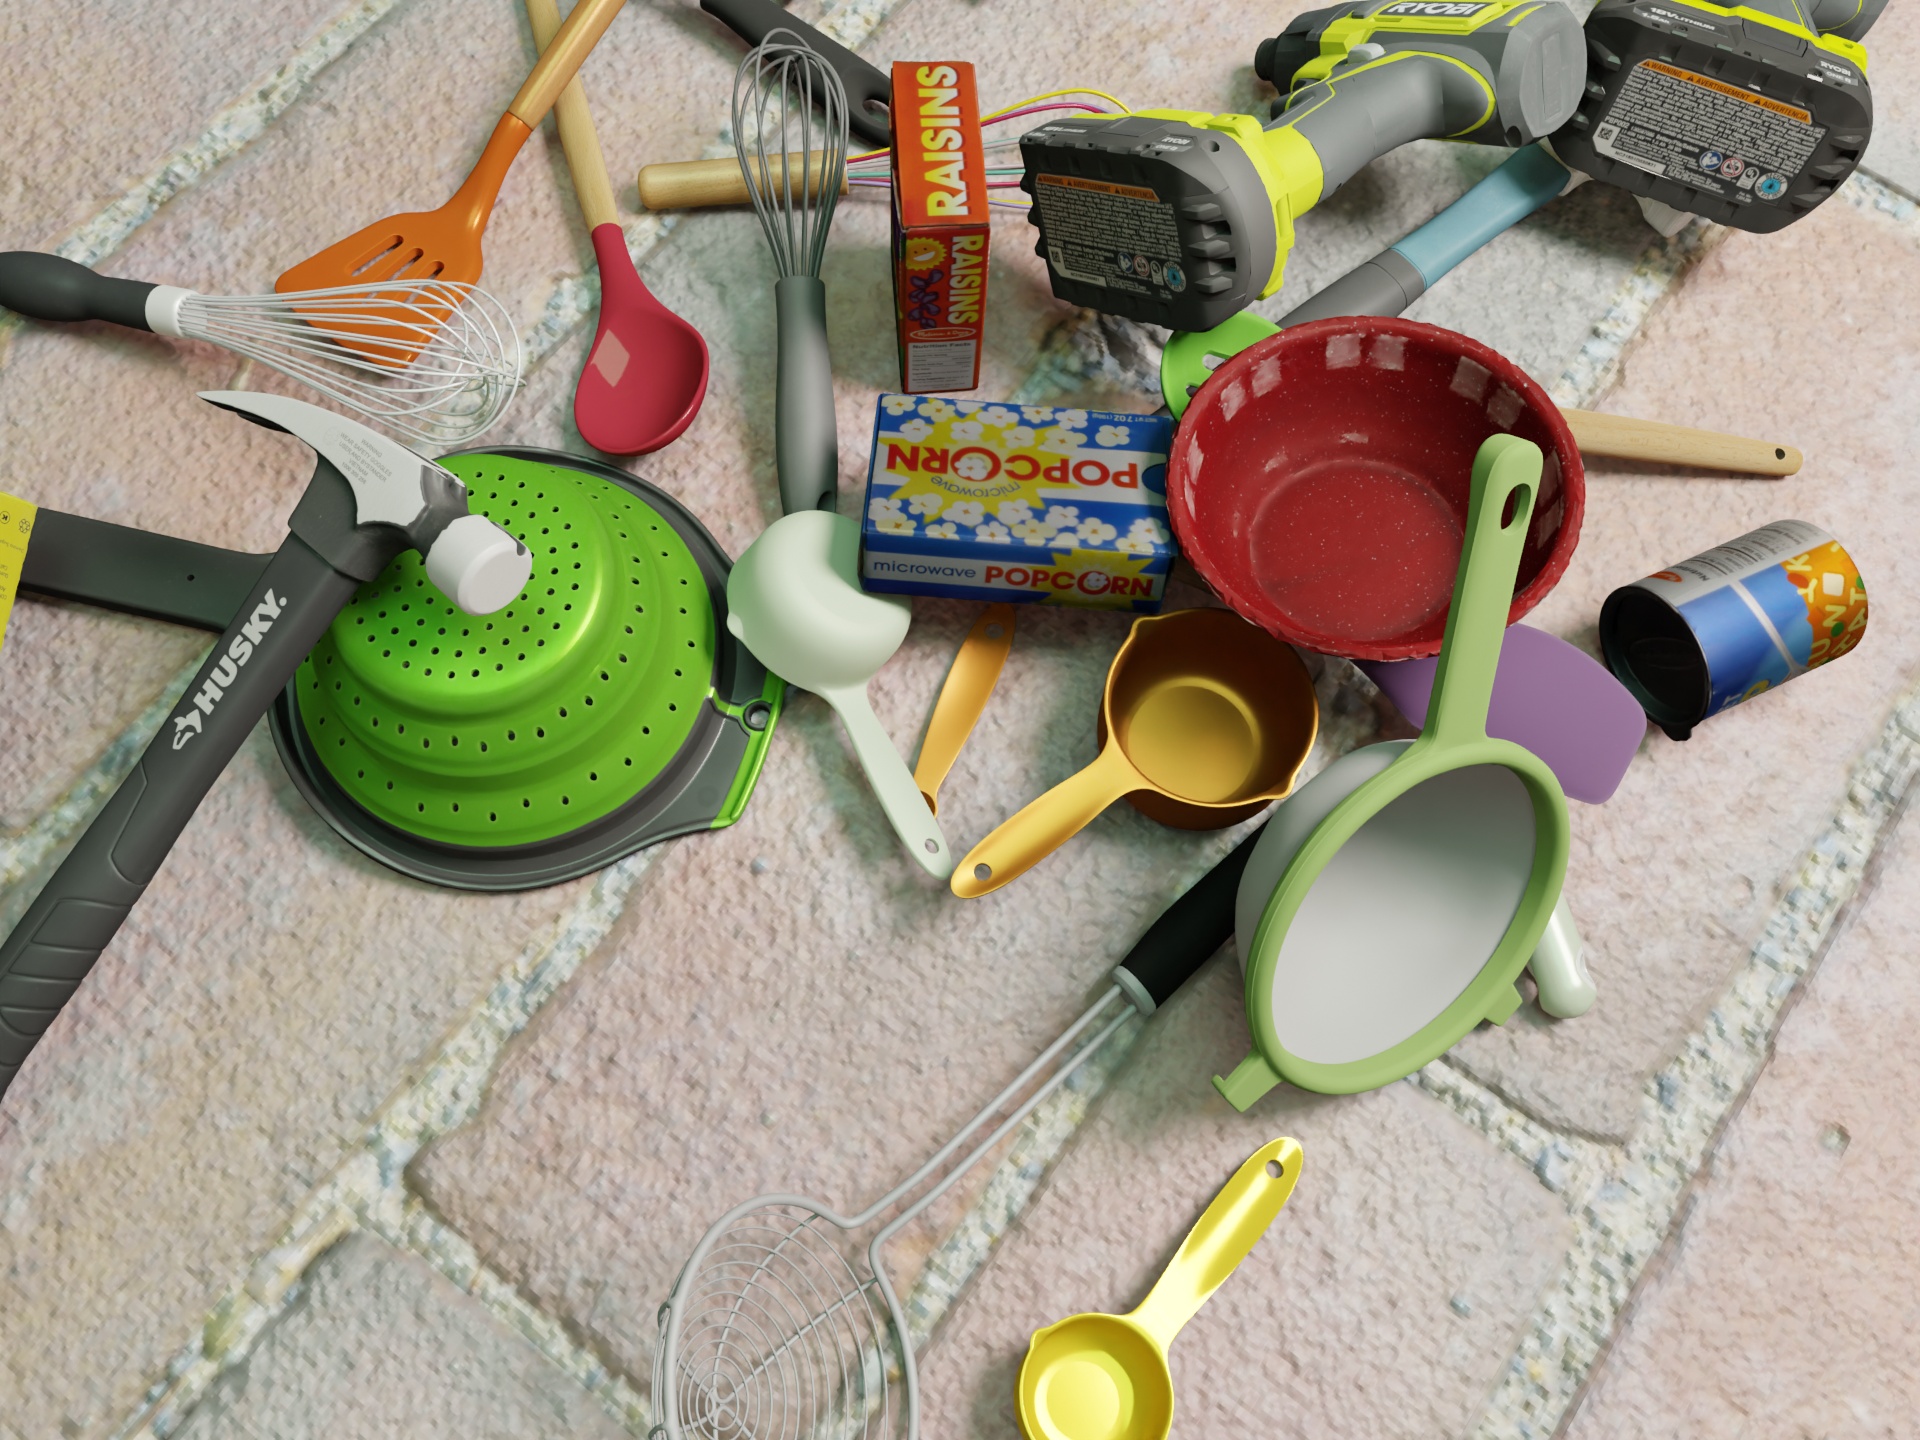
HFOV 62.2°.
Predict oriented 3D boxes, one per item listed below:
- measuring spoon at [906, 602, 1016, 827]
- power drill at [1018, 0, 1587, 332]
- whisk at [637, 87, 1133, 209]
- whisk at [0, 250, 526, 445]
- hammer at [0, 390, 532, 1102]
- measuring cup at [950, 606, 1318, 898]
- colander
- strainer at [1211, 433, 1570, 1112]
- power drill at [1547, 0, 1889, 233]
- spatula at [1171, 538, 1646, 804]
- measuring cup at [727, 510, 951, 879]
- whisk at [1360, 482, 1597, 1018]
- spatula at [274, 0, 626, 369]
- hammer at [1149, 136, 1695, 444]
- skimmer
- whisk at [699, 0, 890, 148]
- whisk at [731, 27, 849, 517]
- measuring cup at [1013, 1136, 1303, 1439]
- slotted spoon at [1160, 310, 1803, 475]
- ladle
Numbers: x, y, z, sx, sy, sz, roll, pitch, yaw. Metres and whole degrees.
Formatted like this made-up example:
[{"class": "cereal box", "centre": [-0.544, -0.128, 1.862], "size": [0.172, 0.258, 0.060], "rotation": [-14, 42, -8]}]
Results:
[{"class": "measuring spoon", "centre": [-0.001, -0.002, 0.687], "size": [0.021, 0.011, 0.117], "rotation": [20, 66, 8]}, {"class": "power drill", "centre": [0.142, -0.264, 0.717], "size": [0.223, 0.080, 0.171], "rotation": [-34, 38, -22]}, {"class": "whisk", "centre": [-0.034, -0.272, 0.771], "size": [0.245, 0.047, 0.051], "rotation": [-5, 52, 0]}, {"class": "whisk", "centre": [-0.322, -0.175, 0.708], "size": [0.284, 0.070, 0.070], "rotation": [13, 69, 14]}, {"class": "hammer", "centre": [-0.304, 0.030, 0.590], "size": [0.146, 0.035, 0.335], "rotation": [38, 94, 20]}, {"class": "measuring cup", "centre": [0.067, 0.026, 0.656], "size": [0.173, 0.052, 0.095], "rotation": [-35, 74, -12]}, {"class": "colander", "centre": [-0.270, -0.058, 0.652], "size": [0.397, 0.094, 0.205], "rotation": [12, 69, 3]}, {"class": "strainer", "centre": [0.157, 0.015, 0.582], "size": [0.151, 0.256, 0.069], "rotation": [-10, 29, -27]}, {"class": "power drill", "centre": [0.357, -0.350, 0.777], "size": [0.190, 0.080, 0.229], "rotation": [22, 54, 5]}, {"class": "spatula", "centre": [0.132, -0.054, 0.678], "size": [0.316, 0.018, 0.060], "rotation": [26, 85, 19]}, {"class": "measuring cup", "centre": [-0.036, -0.015, 0.654], "size": [0.083, 0.038, 0.168], "rotation": [-12, 67, -43]}, {"class": "whisk", "centre": [0.216, 0.006, 0.676], "size": [0.059, 0.057, 0.246], "rotation": [-24, 71, 26]}, {"class": "spatula", "centre": [-0.199, -0.308, 0.755], "size": [0.081, 0.041, 0.322], "rotation": [34, 89, 10]}, {"class": "hammer", "centre": [0.202, -0.205, 0.758], "size": [0.331, 0.033, 0.128], "rotation": [-37, 76, -14]}, {"class": "skimmer", "centre": [0.037, 0.148, 0.588], "size": [0.363, 0.090, 0.127], "rotation": [-40, 109, -18]}, {"class": "whisk", "centre": [-0.138, -0.381, 0.802], "size": [0.296, 0.073, 0.073], "rotation": [38, 73, 5]}, {"class": "whisk", "centre": [-0.074, -0.196, 0.719], "size": [0.055, 0.055, 0.239], "rotation": [-3, 84, -3]}, {"class": "measuring cup", "centre": [0.080, 0.218, 0.602], "size": [0.062, 0.029, 0.156], "rotation": [42, 62, 13]}, {"class": "slotted spoon", "centre": [0.236, -0.134, 0.716], "size": [0.313, 0.031, 0.070], "rotation": [5, 80, -10]}, {"class": "ladle", "centre": [-0.178, -0.255, 0.766], "size": [0.069, 0.031, 0.316], "rotation": [-22, 68, 9]}]
